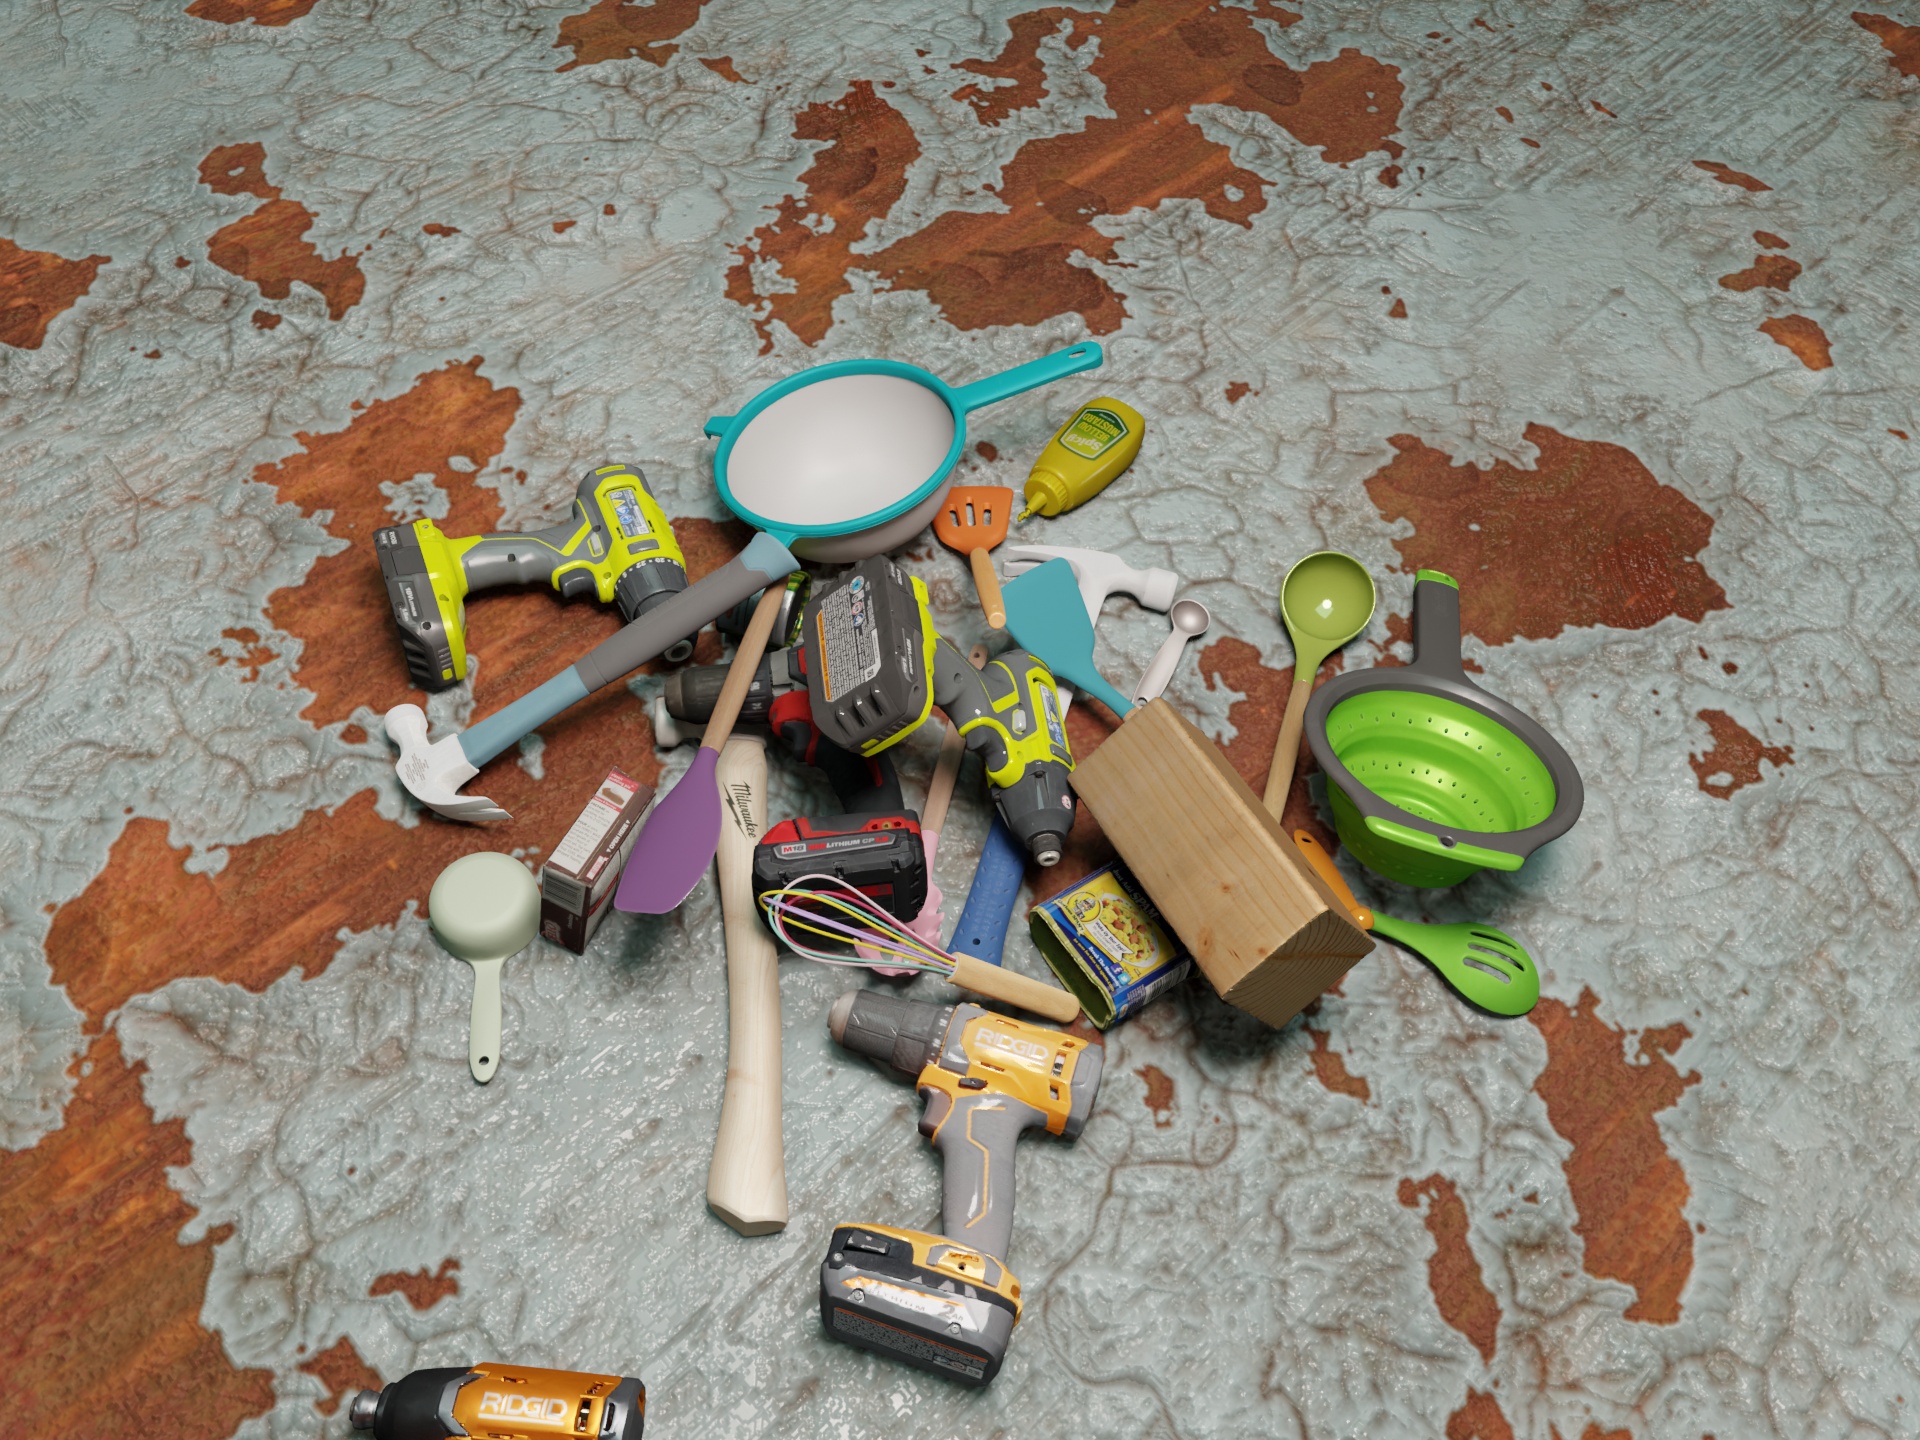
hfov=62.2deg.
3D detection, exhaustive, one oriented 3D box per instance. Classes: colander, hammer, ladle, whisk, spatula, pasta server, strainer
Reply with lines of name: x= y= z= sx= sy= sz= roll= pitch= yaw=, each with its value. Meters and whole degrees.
colander: x=0.360 y=0.010 z=1.238 sx=0.204 sy=0.094 sz=0.397 roll=15 pitch=37 yaw=5
hammer: x=0.057 y=0.018 z=1.226 sx=0.144 sy=0.035 sz=0.406 roll=16 pitch=54 yaw=6
ladle: x=0.264 y=-0.017 z=1.231 sx=0.078 sy=0.062 sz=0.320 roll=20 pitch=47 yaw=5
whisk: x=-0.022 y=0.157 z=1.056 sx=0.244 sy=0.047 sz=0.051 roll=23 pitch=29 yaw=-23
spatula: x=0.146 y=0.008 z=1.197 sx=0.082 sy=0.044 sz=0.318 roll=-31 pitch=67 yaw=-28
hammer: x=-0.266 y=-0.039 z=1.169 sx=0.331 sy=0.033 sz=0.128 roll=-33 pitch=57 yaw=0
spatula: x=-0.165 y=0.003 z=1.109 sx=0.060 sy=0.018 sz=0.316 roll=1 pitch=50 yaw=17
pasta server: x=-0.017 y=0.059 z=1.189 sx=0.060 sy=0.040 sz=0.316 roll=10 pitch=53 yaw=7
hammer: x=-0.138 y=0.150 z=1.114 sx=0.146 sy=0.038 sz=0.411 roll=-2 pitch=55 yaw=-8
strainer: x=-0.034 y=-0.224 z=1.335 sx=0.340 sy=0.095 sz=0.211 roll=-22 pitch=49 yaw=-7
spatula: x=0.016 y=-0.133 z=1.258 sx=0.081 sy=0.041 sz=0.323 roll=-2 pitch=20 yaw=-3

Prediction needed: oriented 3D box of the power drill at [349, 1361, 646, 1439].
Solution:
power drill: x=-0.271 y=0.462 z=0.852 sx=0.164 sy=0.084 sz=0.227 roll=6 pitch=50 yaw=1

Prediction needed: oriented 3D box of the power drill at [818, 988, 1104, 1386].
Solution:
power drill: x=-0.022 y=0.278 z=1.007 sx=0.185 sy=0.084 sz=0.226 roll=17 pitch=50 yaw=8

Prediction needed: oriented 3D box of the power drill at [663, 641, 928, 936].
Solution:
power drill: x=-0.115 y=0.036 z=1.131 sx=0.188 sy=0.080 sz=0.227 roll=-6 pitch=52 yaw=-4

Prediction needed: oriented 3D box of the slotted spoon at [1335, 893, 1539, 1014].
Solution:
slotted spoon: x=0.272 y=0.137 z=1.165 sx=0.314 sy=0.031 sz=0.070 roll=19 pitch=49 yaw=11

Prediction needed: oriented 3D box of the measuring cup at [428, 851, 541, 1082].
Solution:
measuring cup: x=-0.326 y=0.163 z=1.085 sx=0.083 sy=0.038 sz=0.168 roll=-5 pitch=53 yaw=-8

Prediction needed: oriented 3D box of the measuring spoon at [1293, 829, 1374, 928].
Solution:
measuring spoon: x=0.273 y=0.113 z=1.166 sx=0.021 sy=0.011 sz=0.117 roll=0 pitch=32 yaw=-17

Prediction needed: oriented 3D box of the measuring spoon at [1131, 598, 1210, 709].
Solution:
measuring spoon: x=0.167 y=-0.049 z=1.300 sx=0.034 sy=0.018 sz=0.124 roll=31 pitch=63 yaw=4

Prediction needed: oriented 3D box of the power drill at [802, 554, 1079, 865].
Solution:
power drill: x=-0.002 y=-0.004 z=1.097 sx=0.080 sy=0.223 sz=0.171 roll=-32 pitch=48 yaw=27

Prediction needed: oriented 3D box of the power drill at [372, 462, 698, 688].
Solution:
power drill: x=-0.329 y=-0.104 z=1.258 sx=0.228 sy=0.080 sz=0.191 roll=-16 pitch=57 yaw=-19
